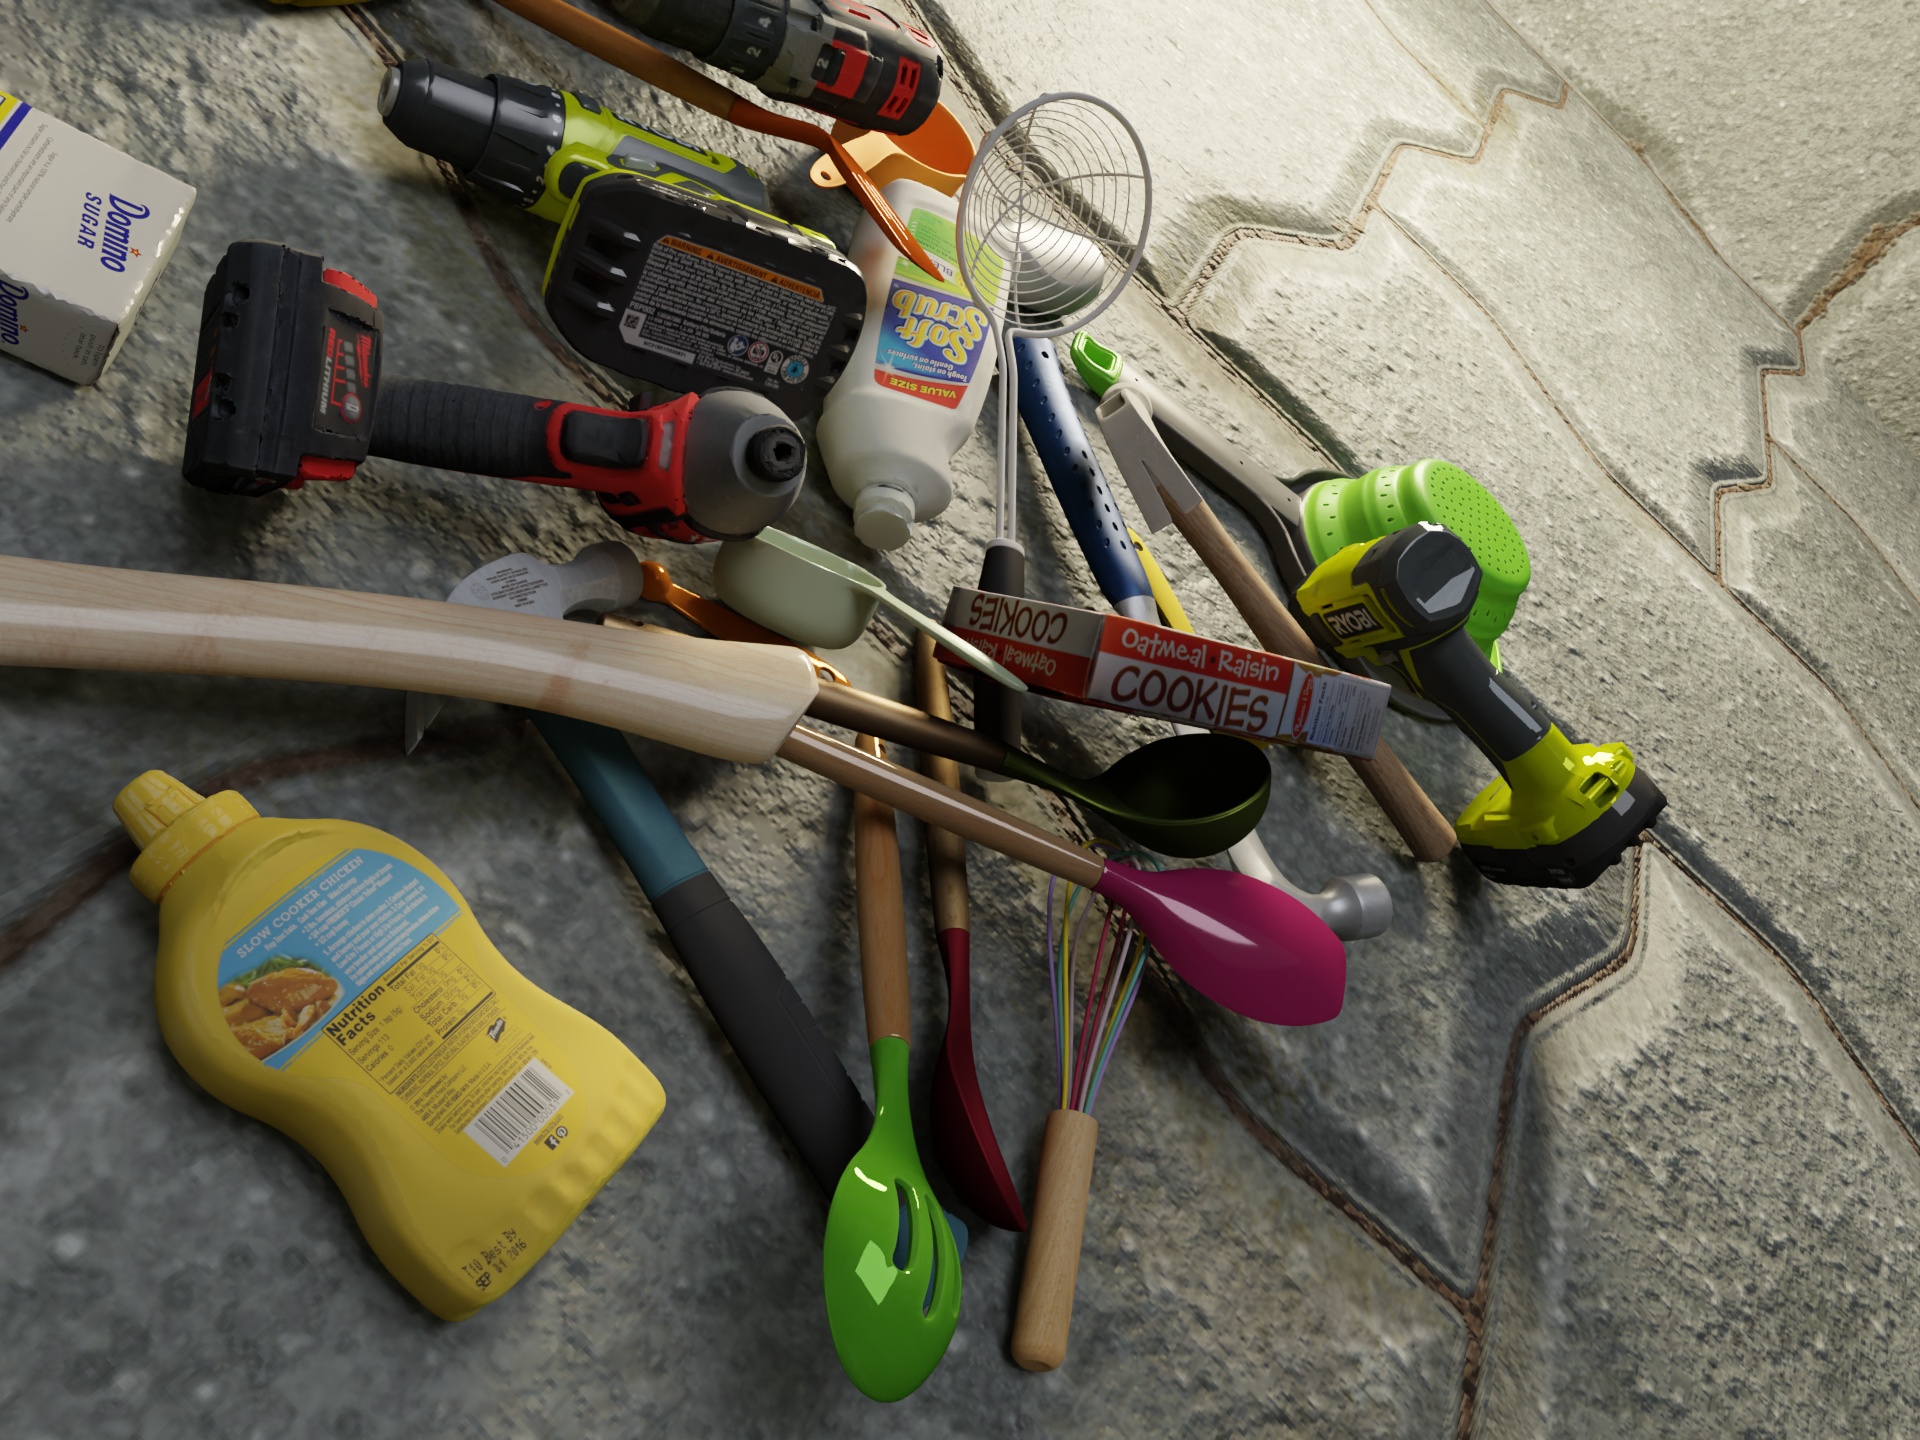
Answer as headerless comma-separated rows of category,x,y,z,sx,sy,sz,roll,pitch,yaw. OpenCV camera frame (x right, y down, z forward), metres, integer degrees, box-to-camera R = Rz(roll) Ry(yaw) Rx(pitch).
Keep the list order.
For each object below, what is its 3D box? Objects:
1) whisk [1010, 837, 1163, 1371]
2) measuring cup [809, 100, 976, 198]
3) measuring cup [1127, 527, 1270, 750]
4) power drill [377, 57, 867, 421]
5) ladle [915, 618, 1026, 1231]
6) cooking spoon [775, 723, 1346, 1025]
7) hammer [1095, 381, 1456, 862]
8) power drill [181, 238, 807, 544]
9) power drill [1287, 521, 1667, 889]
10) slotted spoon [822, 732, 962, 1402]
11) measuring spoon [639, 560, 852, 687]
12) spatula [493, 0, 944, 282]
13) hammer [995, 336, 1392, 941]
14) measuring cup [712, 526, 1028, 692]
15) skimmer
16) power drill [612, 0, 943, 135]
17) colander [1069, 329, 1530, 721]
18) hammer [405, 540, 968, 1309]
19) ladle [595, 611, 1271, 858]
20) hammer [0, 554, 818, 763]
whisk,0.054,0.151,0.675,0.047,0.051,0.245,68,27,-45
measuring cup,-0.057,-0.335,0.968,0.095,0.052,0.174,44,42,-4
measuring cup,0.141,-0.054,0.928,0.062,0.029,0.156,-17,73,-47
power drill,-0.156,-0.233,0.734,0.190,0.080,0.229,11,27,-36
ladle,-0.004,0.072,0.697,0.069,0.031,0.316,68,12,-49
cooking spoon,0.036,0.056,0.681,0.318,0.017,0.069,24,56,-15
hammer,0.182,-0.048,0.905,0.331,0.031,0.130,51,17,-13
power drill,-0.169,-0.111,0.607,0.219,0.143,0.078,7,90,-31
power drill,0.291,-0.010,0.938,0.080,0.171,0.223,-42,95,-12
slotted spoon,-0.029,0.104,0.609,0.070,0.031,0.314,50,20,-34
measuring spoon,-0.097,-0.042,0.724,0.116,0.011,0.021,29,43,-20
spatula,-0.144,-0.327,0.846,0.322,0.041,0.081,30,12,8
hammer,0.095,-0.056,0.876,0.144,0.035,0.406,-3,57,-30
measuring cup,-0.042,-0.039,0.696,0.168,0.038,0.083,32,11,29
skimmer,0.045,-0.149,0.810,0.127,0.090,0.364,23,60,-41
power drill,-0.133,-0.406,0.880,0.187,0.080,0.227,2,37,-40
colander,0.249,-0.153,1.054,0.397,0.094,0.205,35,41,-15
hammer,-0.099,0.075,0.611,0.128,0.033,0.331,-23,75,-49
ladle,-0.001,-0.002,0.692,0.320,0.062,0.078,18,17,-25
hammer,-0.243,-0.039,0.536,0.410,0.038,0.146,6,53,-29
